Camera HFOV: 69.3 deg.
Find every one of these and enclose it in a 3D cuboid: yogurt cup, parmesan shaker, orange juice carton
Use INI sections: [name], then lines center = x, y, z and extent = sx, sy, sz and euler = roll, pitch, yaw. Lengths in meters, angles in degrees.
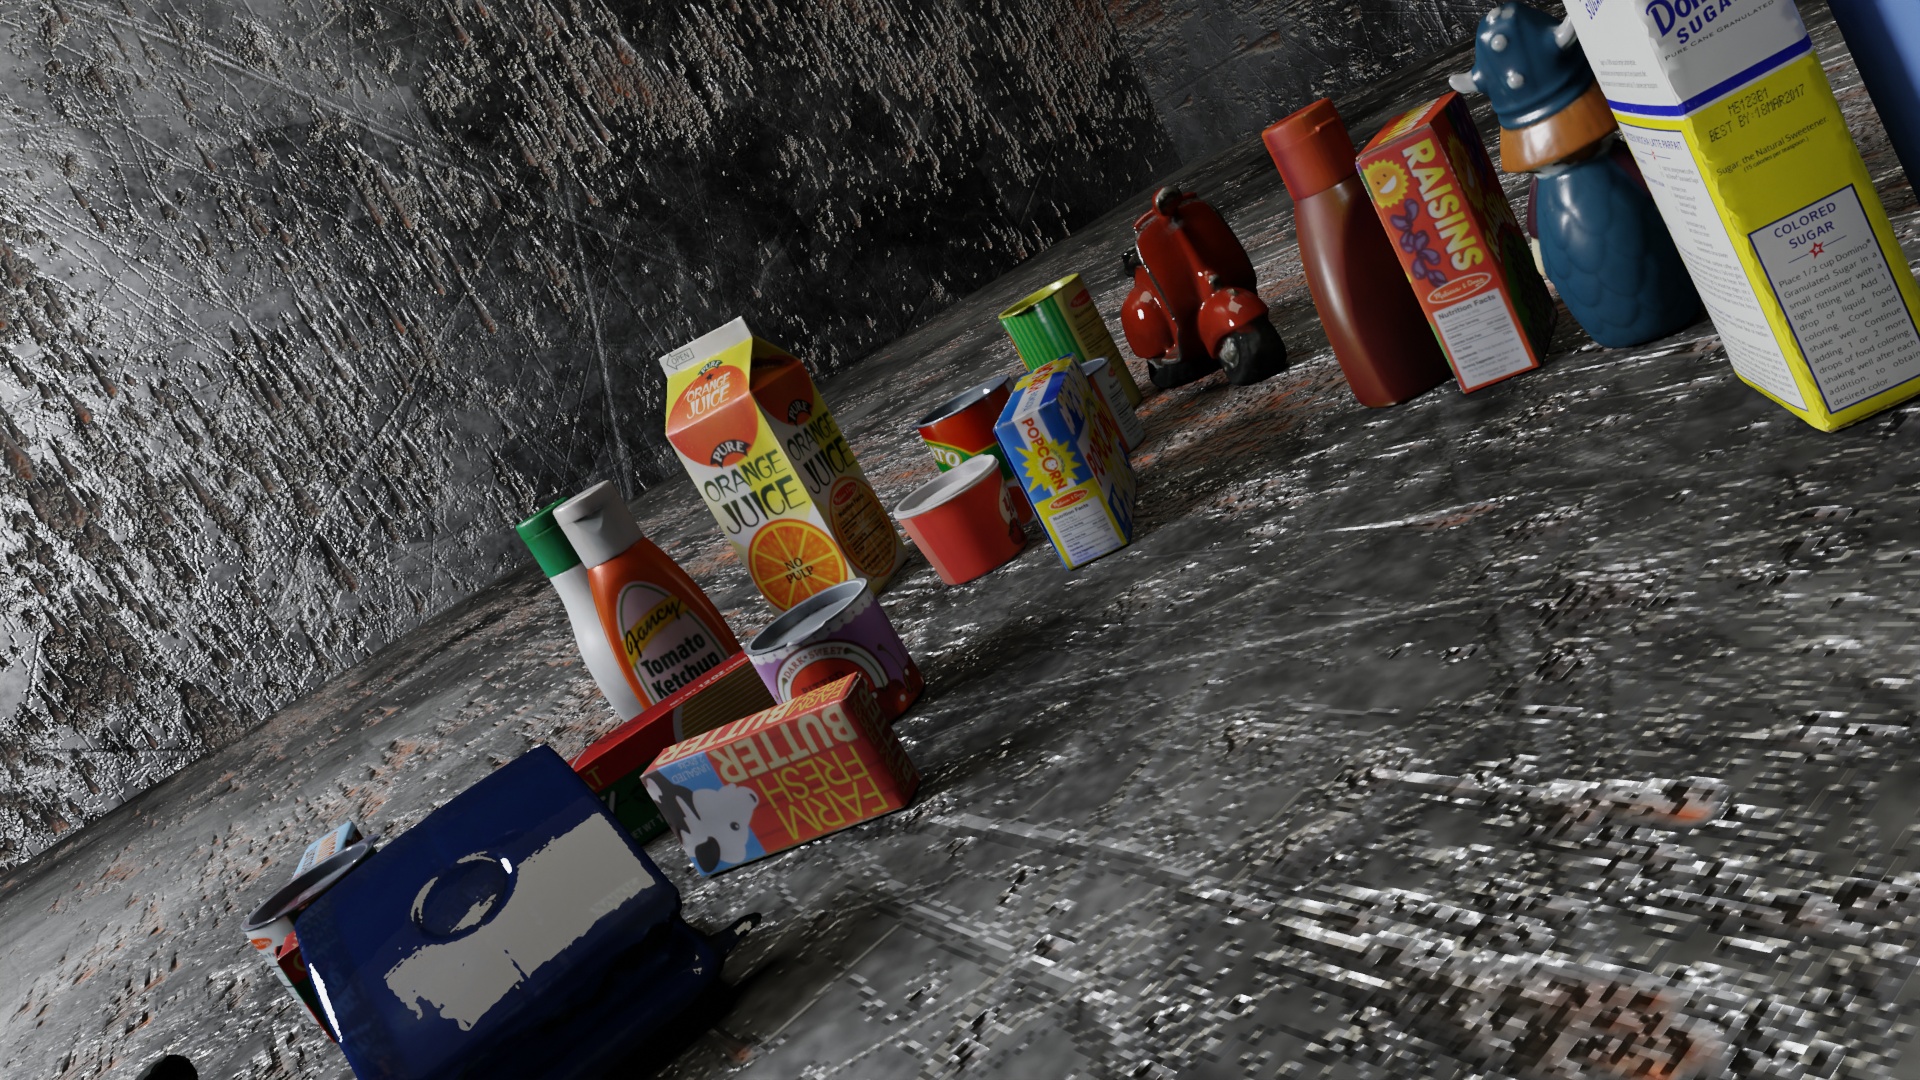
[yogurt cup]
center = 0.003, -0.010, 0.805
extent = 0.072, 0.054, 0.072
euler = -28, 12, 7
[parmesan shaker]
center = 0.079, -0.132, 1.009
extent = 0.071, 0.103, 0.071
euler = -28, 12, 7
[orange juice carton]
center = -0.118, -0.045, 0.888
extent = 0.071, 0.192, 0.073
euler = -23, 14, 28

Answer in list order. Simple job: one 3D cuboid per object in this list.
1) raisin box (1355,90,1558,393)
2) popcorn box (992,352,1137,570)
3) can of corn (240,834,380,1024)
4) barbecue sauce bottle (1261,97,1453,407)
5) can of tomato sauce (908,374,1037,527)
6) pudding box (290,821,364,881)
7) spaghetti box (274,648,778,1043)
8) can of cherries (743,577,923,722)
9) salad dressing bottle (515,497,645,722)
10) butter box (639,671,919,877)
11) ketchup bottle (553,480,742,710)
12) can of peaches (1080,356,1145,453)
[raisin box]
center = 0.237, -0.143, 0.659
extent = 0.040, 0.123, 0.086
euler = -20, 15, 36
[popcorn box]
center = 0.059, -0.046, 0.751
extent = 0.038, 0.085, 0.127
euler = -26, 13, 16
[can of corn]
center = -0.295, 0.186, 0.668
extent = 0.071, 0.058, 0.071
euler = -28, 12, 7
[barbecue sauce bottle]
center = 0.198, -0.143, 0.688
extent = 0.065, 0.148, 0.043
euler = -33, 12, -17
[can of tomato sauce]
center = 0.018, -0.050, 0.864
extent = 0.071, 0.083, 0.071
euler = -28, 12, 7
[pudding box]
center = -0.339, 0.192, 0.763
extent = 0.030, 0.049, 0.083
euler = -32, 13, -12
[spaghetti box]
center = -0.191, 0.138, 0.649
extent = 0.251, 0.050, 0.028
euler = -32, 12, -16
[can of cherries]
center = -0.059, 0.060, 0.651
extent = 0.071, 0.058, 0.071
euler = -28, 12, 7
[salad dressing bottle]
center = -0.218, 0.044, 0.856
extent = 0.044, 0.147, 0.064
euler = -24, 13, 23
[butter box]
center = -0.072, 0.094, 0.554
extent = 0.103, 0.053, 0.024
euler = -24, 13, 23
[ketchup bottle]
center = -0.175, 0.038, 0.784
extent = 0.065, 0.148, 0.043
euler = -30, 12, -5
[can of peaches]
center = 0.077, -0.078, 0.903
extent = 0.071, 0.058, 0.071
euler = -28, 12, 7
